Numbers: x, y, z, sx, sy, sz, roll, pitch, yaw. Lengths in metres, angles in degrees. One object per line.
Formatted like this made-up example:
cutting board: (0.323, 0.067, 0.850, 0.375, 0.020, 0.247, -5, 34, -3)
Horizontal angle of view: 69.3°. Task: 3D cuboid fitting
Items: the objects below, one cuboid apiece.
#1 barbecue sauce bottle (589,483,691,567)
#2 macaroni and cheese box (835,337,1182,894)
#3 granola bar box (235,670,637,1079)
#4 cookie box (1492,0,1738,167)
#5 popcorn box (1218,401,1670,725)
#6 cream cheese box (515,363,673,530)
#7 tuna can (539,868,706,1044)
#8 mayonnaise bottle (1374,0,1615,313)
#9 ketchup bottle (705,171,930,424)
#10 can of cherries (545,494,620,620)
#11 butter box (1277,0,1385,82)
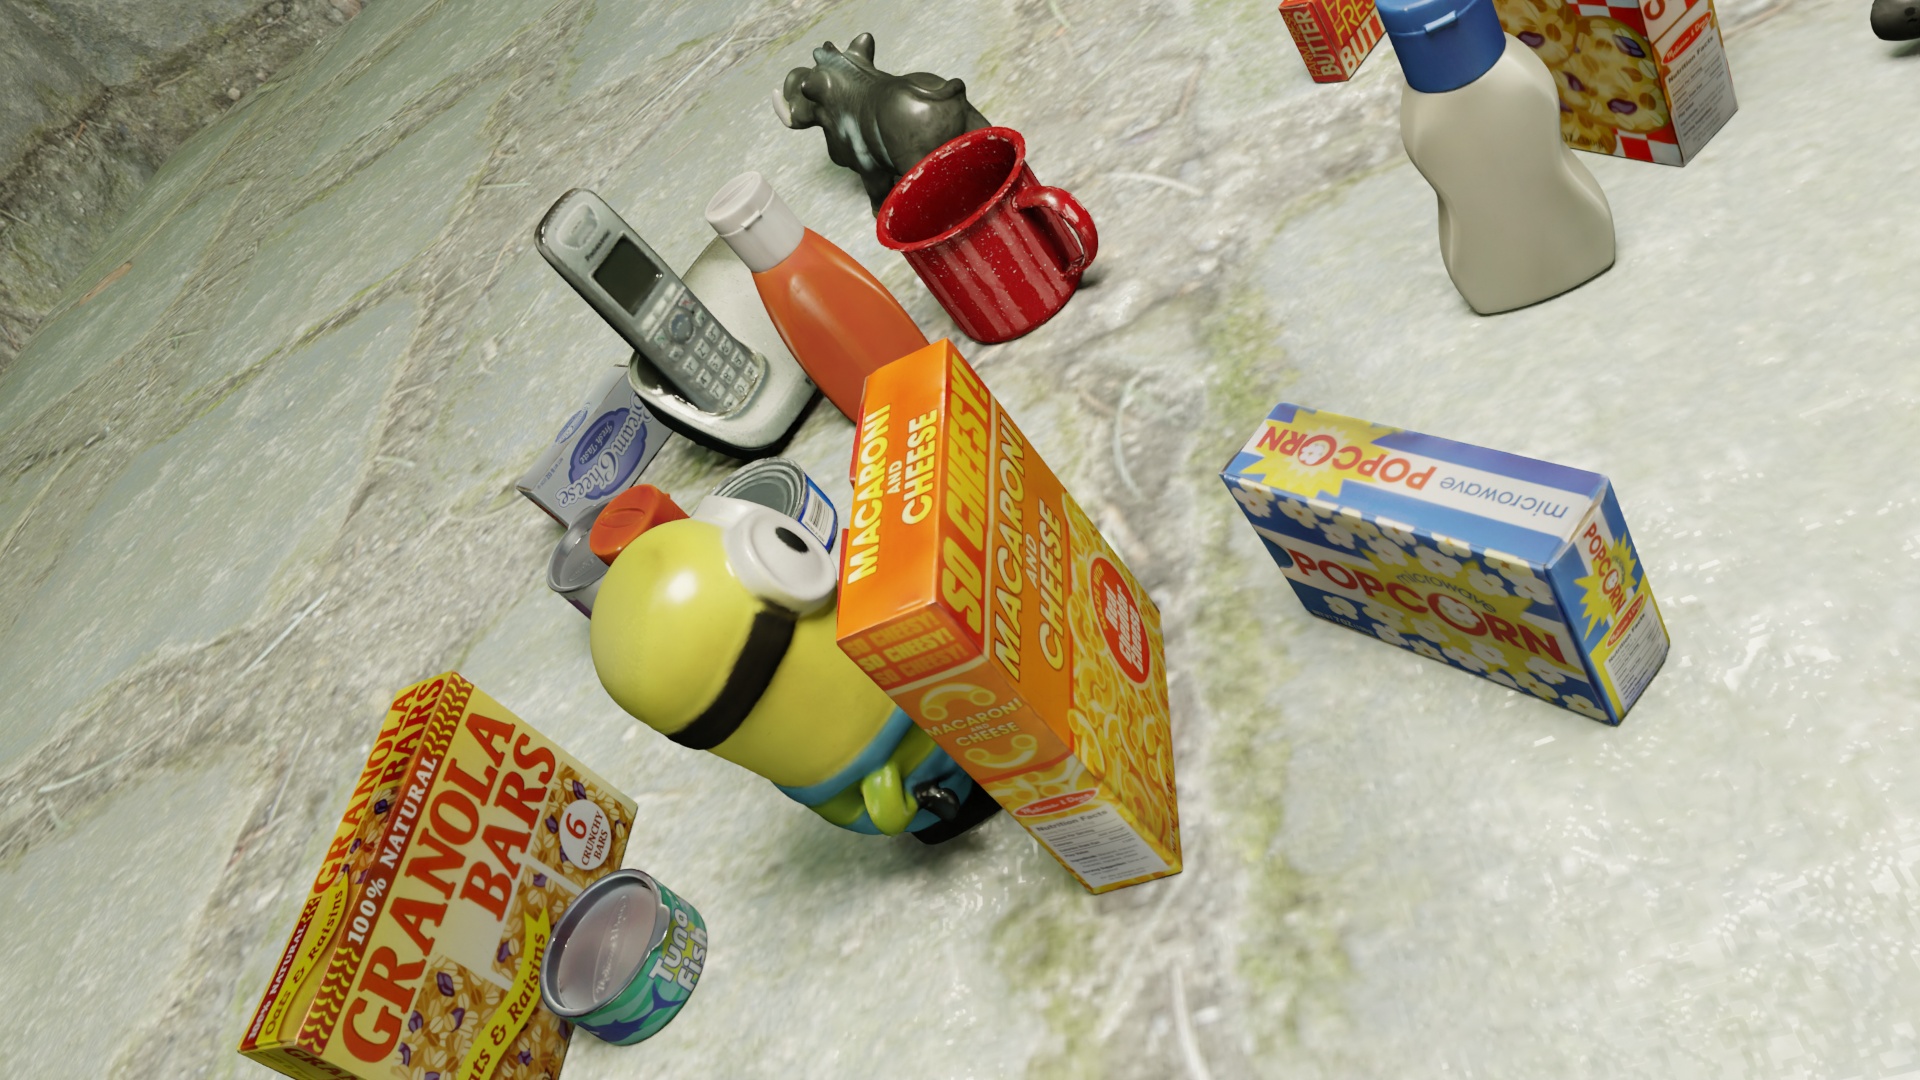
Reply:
barbecue sauce bottle: (-0.096, 0.034, 0.598, 0.065, 0.148, 0.044, -1, 53, 40)
macaroni and cheese box: (0.021, 0.030, 0.487, 0.040, 0.166, 0.124, -22, 41, 23)
granola bar box: (-0.213, 0.159, 0.594, 0.039, 0.124, 0.166, -18, 43, 27)
cookie box: (0.236, -0.238, 0.569, 0.040, 0.167, 0.123, -45, 37, -5)
popcorn box: (0.159, 0.005, 0.461, 0.038, 0.085, 0.127, -51, 38, -13)
cream cheese box: (-0.227, -0.056, 0.879, 0.024, 0.053, 0.104, 9, 59, 45)
tuna can: (-0.141, 0.176, 0.590, 0.071, 0.032, 0.071, -23, 41, 22)
mayonnaise bottle: (0.201, -0.155, 0.532, 0.064, 0.147, 0.041, -21, 42, 25)
ketchup bottle: (-0.076, -0.130, 0.745, 0.065, 0.148, 0.044, -39, 37, 2)
can of cherries: (-0.183, 0.016, 0.765, 0.071, 0.058, 0.072, -23, 41, 22)
butter box: (0.215, -0.299, 0.742, 0.024, 0.053, 0.104, 21, 68, 49)
